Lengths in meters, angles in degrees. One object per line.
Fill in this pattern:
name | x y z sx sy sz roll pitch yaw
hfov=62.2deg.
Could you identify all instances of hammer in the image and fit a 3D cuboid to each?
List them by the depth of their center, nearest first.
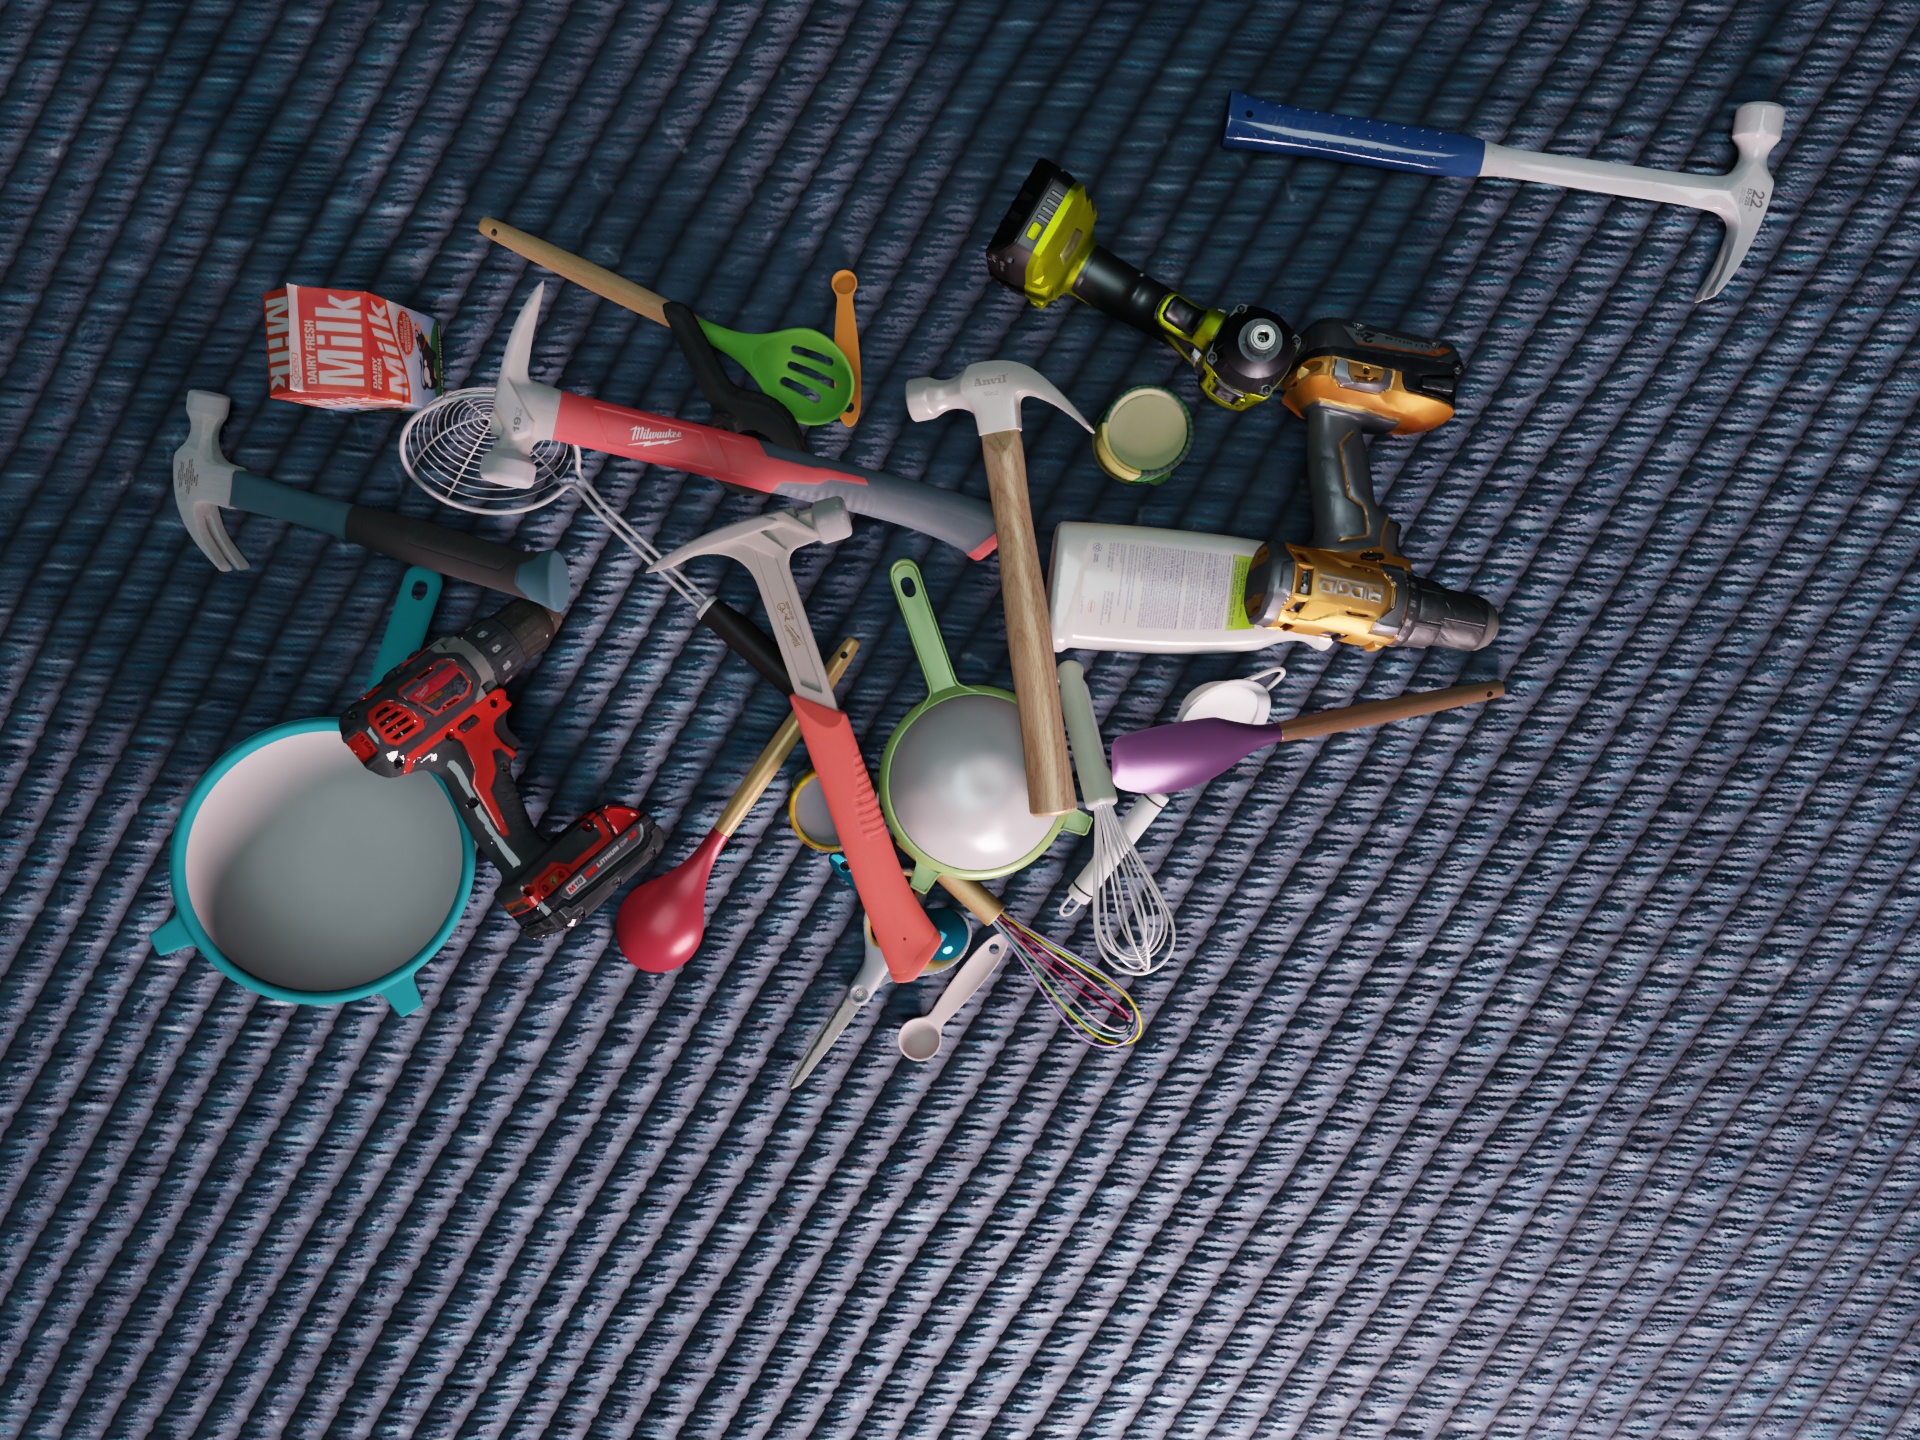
hammer | 0.048 -0.095 1.154 0.130 0.031 0.331 -8 93 14
hammer | -0.140 -0.201 1.162 0.386 0.038 0.143 12 89 -15
hammer | -0.101 0.026 1.164 0.149 0.037 0.359 -18 100 4
hammer | 0.396 -0.409 1.179 0.405 0.035 0.144 9 96 0
hammer | -0.443 -0.146 1.191 0.331 0.033 0.128 17 103 11

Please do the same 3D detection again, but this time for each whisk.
whisk | 0.109 0.070 1.199 0.059 0.057 0.246 -13 75 2
whisk | 0.047 0.164 1.240 0.245 0.047 0.051 42 64 2

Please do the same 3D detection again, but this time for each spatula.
spatula | 0.265 0.006 1.204 0.316 0.018 0.059 -12 119 -9

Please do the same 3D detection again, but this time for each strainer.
strainer | -0.002 -0.004 1.202 0.151 0.069 0.256 -19 90 -7
strainer | -0.461 0.047 1.222 0.211 0.095 0.340 17 77 -12
strainer | 0.154 0.050 1.227 0.086 0.050 0.258 27 104 -42

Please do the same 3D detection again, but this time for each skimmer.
skimmer | -0.251 -0.112 1.187 0.363 0.090 0.127 42 132 -2

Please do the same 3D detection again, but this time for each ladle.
ladle | -0.171 0.066 1.243 0.069 0.031 0.315 35 94 -2

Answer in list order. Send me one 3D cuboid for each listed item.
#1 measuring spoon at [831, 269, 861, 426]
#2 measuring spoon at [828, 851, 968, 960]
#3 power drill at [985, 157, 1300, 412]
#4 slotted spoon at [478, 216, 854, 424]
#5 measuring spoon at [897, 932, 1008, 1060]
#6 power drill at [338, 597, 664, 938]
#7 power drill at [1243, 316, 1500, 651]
measuring spoon | -0.086 -0.284 1.215 0.021 0.011 0.117 0 99 7
measuring spoon | -0.050 0.143 1.231 0.128 0.021 0.042 36 94 -5
power drill | 0.134 -0.301 1.130 0.223 0.171 0.080 31 96 1
slotted spoon | -0.221 -0.311 1.205 0.314 0.031 0.070 25 113 1
measuring spoon | -0.004 0.217 1.263 0.034 0.018 0.124 40 88 -3
power drill | -0.324 0.029 1.194 0.226 0.080 0.188 52 55 -10
power drill | 0.310 -0.161 1.157 0.185 0.084 0.226 10 81 -9
